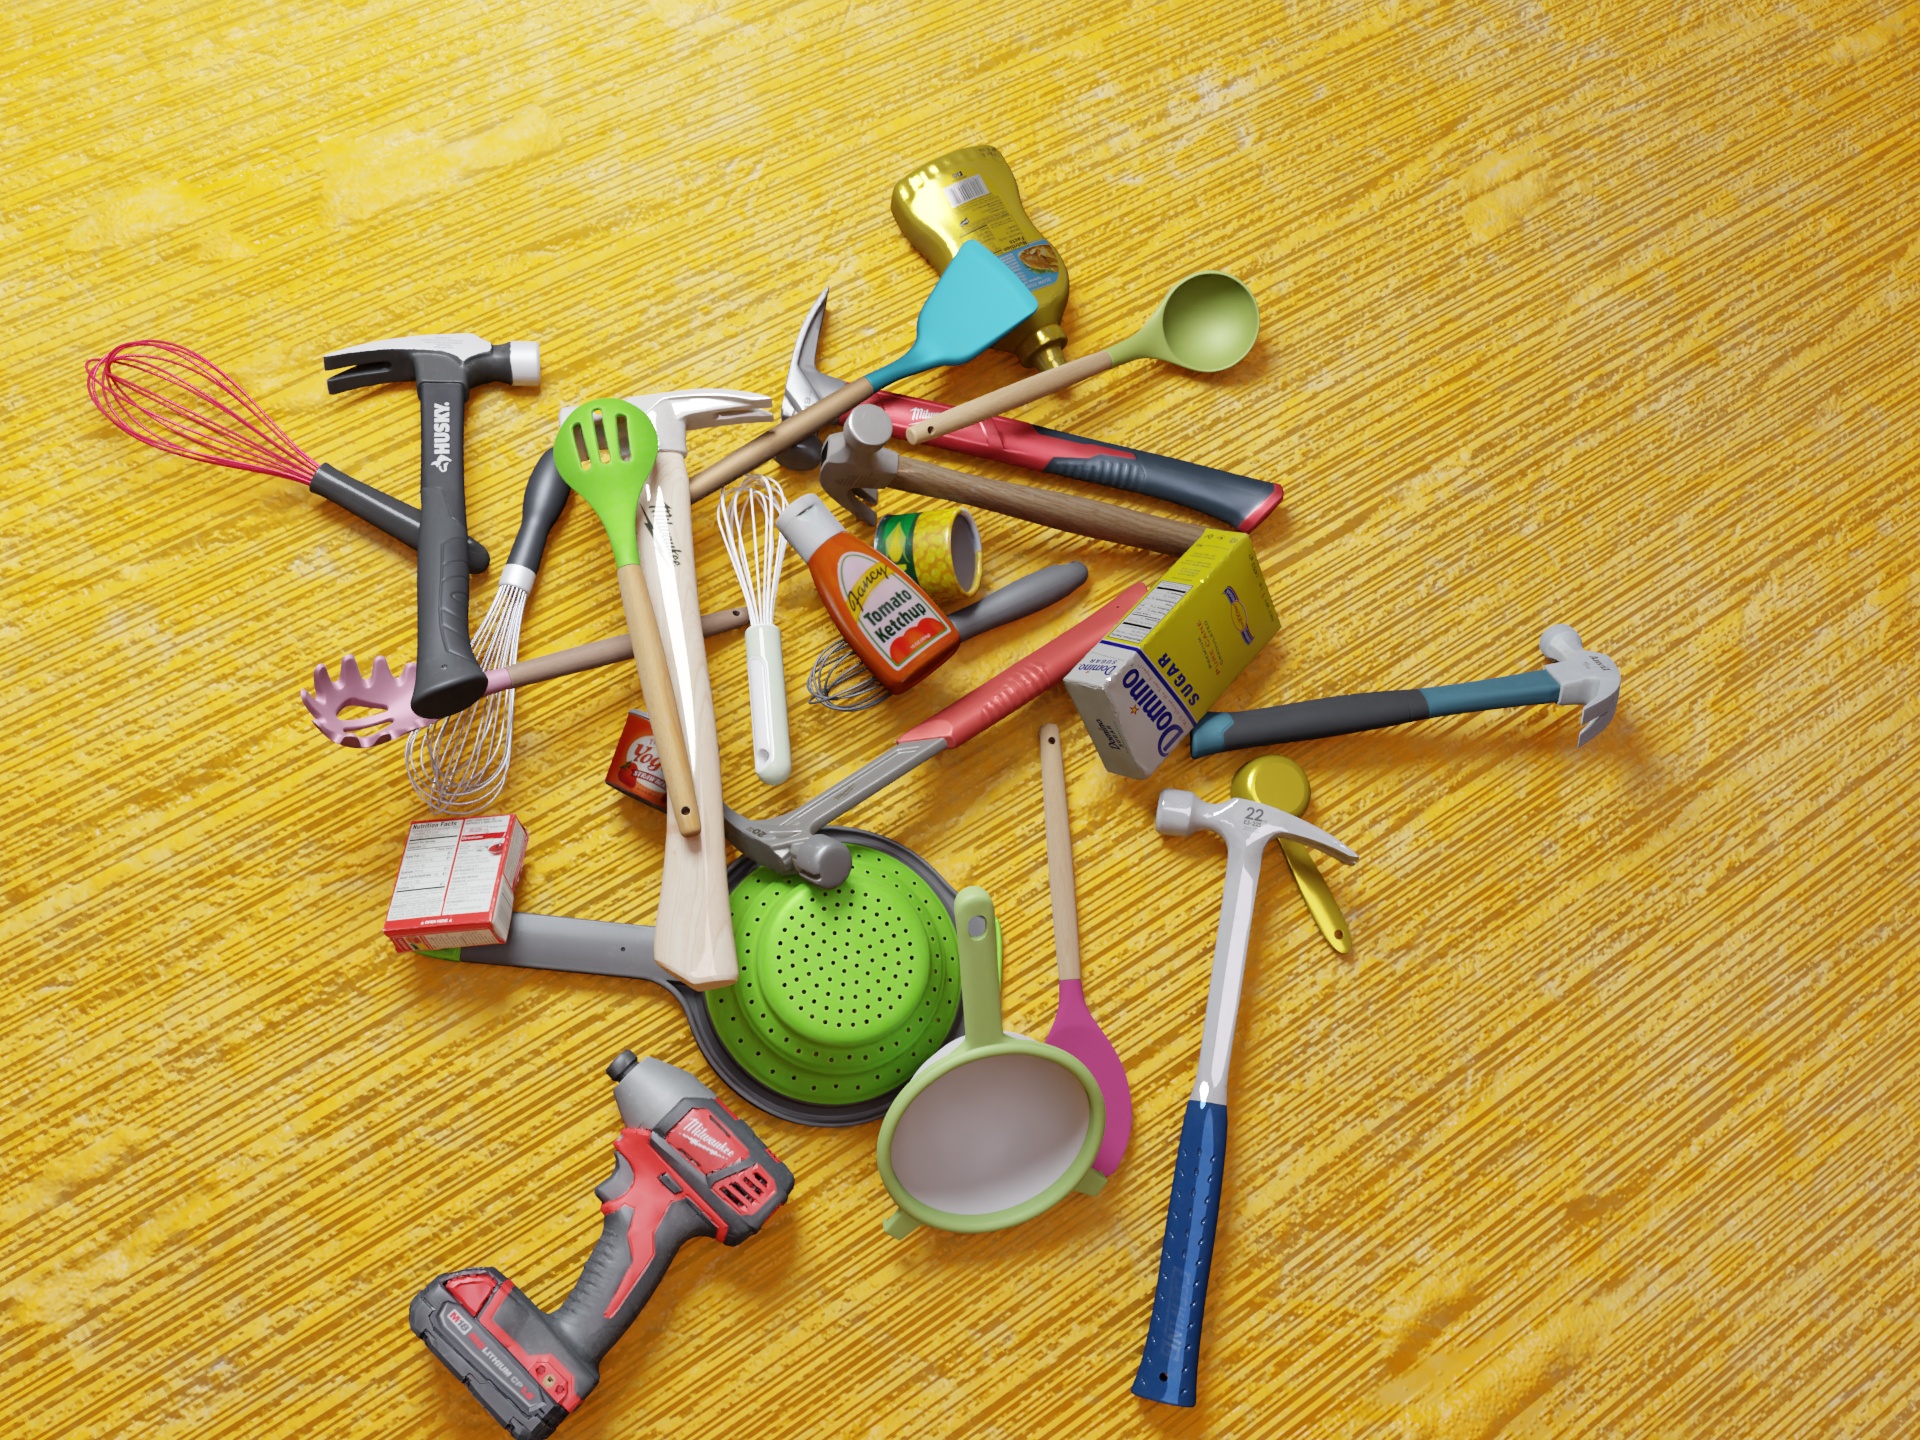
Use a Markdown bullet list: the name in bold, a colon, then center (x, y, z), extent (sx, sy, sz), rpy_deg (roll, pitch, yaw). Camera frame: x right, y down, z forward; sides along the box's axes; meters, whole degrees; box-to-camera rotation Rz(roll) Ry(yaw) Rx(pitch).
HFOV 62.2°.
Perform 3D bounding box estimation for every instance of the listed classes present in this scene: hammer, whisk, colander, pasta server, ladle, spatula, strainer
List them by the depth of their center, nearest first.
- **strainer**: center (0.010, 0.208, 1.017), extent (0.151, 0.069, 0.256), rpy_deg (-9, 115, -11)
- **colander**: center (-0.160, 0.152, 1.036), extent (0.397, 0.094, 0.205), rpy_deg (7, 73, -8)
- **hammer**: center (-0.174, -0.031, 1.043), extent (0.146, 0.038, 0.411), rpy_deg (-8, 72, -5)
- **pasta server**: center (-0.273, -0.039, 1.052), extent (0.316, 0.040, 0.060), rpy_deg (-18, 68, -34)
- **hammer**: center (-0.348, -0.139, 1.053), extent (0.146, 0.035, 0.335), rpy_deg (-2, 53, -15)
- **hammer**: center (0.177, 0.251, 1.086), extent (0.144, 0.035, 0.406), rpy_deg (8, 75, 11)
- **whisk**: center (-0.316, -0.067, 1.096), extent (0.070, 0.070, 0.285), rpy_deg (14, 67, -6)
- **whisk**: center (-0.460, -0.178, 1.097), extent (0.295, 0.073, 0.073), rpy_deg (28, 72, -7)
- **whisk**: center (-0.139, -0.068, 1.107), extent (0.059, 0.058, 0.247), rpy_deg (19, 54, -44)
- **hammer**: center (-0.002, -0.004, 1.118), extent (0.359, 0.149, 0.036), rpy_deg (-33, 122, -26)
- **spatula**: center (-0.089, -0.236, 1.145), extent (0.317, 0.044, 0.082), rpy_deg (-35, 72, -17)
- **whisk**: center (-0.007, -0.065, 1.154), extent (0.239, 0.055, 0.055), rpy_deg (-26, 80, -21)
- **hammer**: center (0.057, -0.156, 1.164), extent (0.331, 0.130, 0.031), rpy_deg (11, 72, -18)
- **hammer**: center (0.328, -0.011, 1.179), extent (0.331, 0.033, 0.128), rpy_deg (-8, 31, -5)
- **ladle**: center (0.096, -0.263, 1.186), extent (0.320, 0.062, 0.078), rpy_deg (-27, 107, -29)
- **hammer**: center (0.059, -0.221, 1.211), extent (0.386, 0.038, 0.143), rpy_deg (12, 71, -6)

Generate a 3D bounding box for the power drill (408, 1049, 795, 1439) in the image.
- **power drill**: center (-0.225, 0.319, 0.990), extent (0.143, 0.078, 0.220), rpy_deg (45, 69, 4)

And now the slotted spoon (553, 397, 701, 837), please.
- **slotted spoon**: center (-0.206, -0.075, 1.024), extent (0.070, 0.031, 0.314), rpy_deg (-14, 74, -5)

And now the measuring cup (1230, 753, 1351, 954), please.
- **measuring cup**: center (0.250, 0.096, 1.157), extent (0.062, 0.029, 0.157), rpy_deg (-21, 76, -15)

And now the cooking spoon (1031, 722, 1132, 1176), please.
- **cooking spoon**: center (0.075, 0.157, 1.116), extent (0.068, 0.017, 0.319), rpy_deg (-3, 75, -4)
